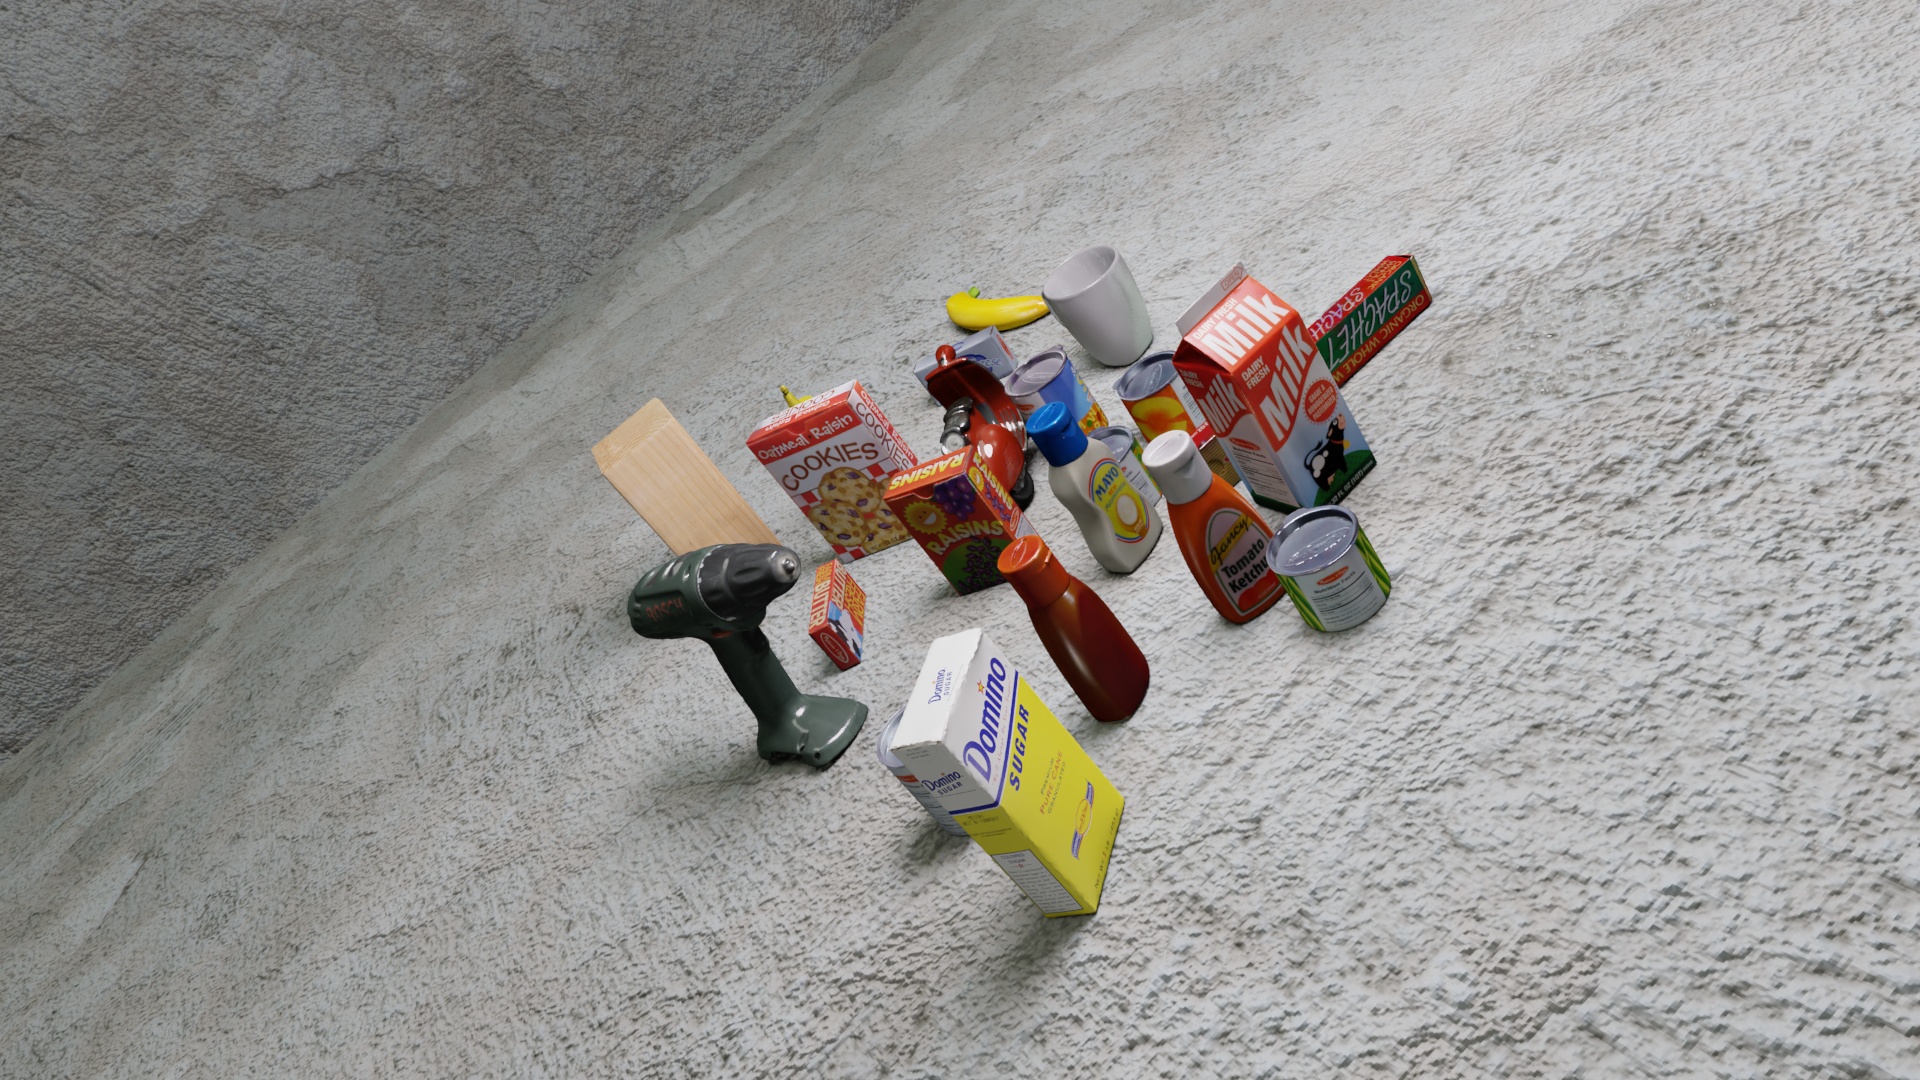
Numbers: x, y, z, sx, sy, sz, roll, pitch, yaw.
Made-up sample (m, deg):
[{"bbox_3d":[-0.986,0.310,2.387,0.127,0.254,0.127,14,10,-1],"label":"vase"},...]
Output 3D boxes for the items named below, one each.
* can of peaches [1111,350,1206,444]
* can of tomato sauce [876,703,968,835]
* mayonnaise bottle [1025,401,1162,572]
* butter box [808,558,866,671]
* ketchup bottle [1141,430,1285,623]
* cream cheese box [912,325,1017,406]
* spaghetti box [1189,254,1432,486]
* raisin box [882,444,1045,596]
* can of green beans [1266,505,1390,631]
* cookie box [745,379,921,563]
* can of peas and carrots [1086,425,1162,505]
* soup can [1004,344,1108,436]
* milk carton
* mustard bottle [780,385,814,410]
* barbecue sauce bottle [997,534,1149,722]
[{"bbox_3d":[0.178,-0.125,1.229,0.071,0.058,0.071,-27,30,18],"label":"can of peaches"},{"bbox_3d":[-0.009,0.160,0.998,0.071,0.083,0.071,-27,30,18],"label":"can of tomato sauce"},{"bbox_3d":[0.104,-0.044,1.101,0.041,0.147,0.065,2,48,49],"label":"mayonnaise bottle"},{"bbox_3d":[-0.112,0.067,1.275,0.024,0.053,0.104,-28,30,17],"label":"butter box"},{"bbox_3d":[0.177,-0.012,0.975,0.065,0.148,0.043,-41,29,-5],"label":"ketchup bottle"},{"bbox_3d":[0.005,-0.190,1.516,0.103,0.053,0.024,-22,32,26],"label":"cream cheese box"},{"bbox_3d":[0.286,-0.139,1.139,0.250,0.050,0.029,-42,29,-8],"label":"spaghetti box"},{"bbox_3d":[0.004,-0.015,1.194,0.086,0.123,0.040,-18,34,31],"label":"raisin box"},{"bbox_3d":[0.250,0.019,0.943,0.071,0.057,0.071,-27,30,18],"label":"can of green beans"},{"bbox_3d":[-0.106,-0.063,1.339,0.122,0.167,0.040,-20,33,28],"label":"cookie box"},{"bbox_3d":[0.131,-0.056,1.181,0.071,0.058,0.071,-27,30,18],"label":"can of peas and carrots"},{"bbox_3d":[0.093,-0.129,1.302,0.071,0.083,0.072,-27,30,18],"label":"soup can"},{"bbox_3d":[0.223,-0.109,1.021,0.072,0.190,0.073,-44,29,-12],"label":"milk carton"},{"bbox_3d":[-0.139,-0.102,1.438,0.048,0.159,0.066,-16,35,33],"label":"mustard bottle"},{"bbox_3d":[0.080,0.059,0.978,0.043,0.148,0.065,-15,36,35],"label":"barbecue sauce bottle"}]
